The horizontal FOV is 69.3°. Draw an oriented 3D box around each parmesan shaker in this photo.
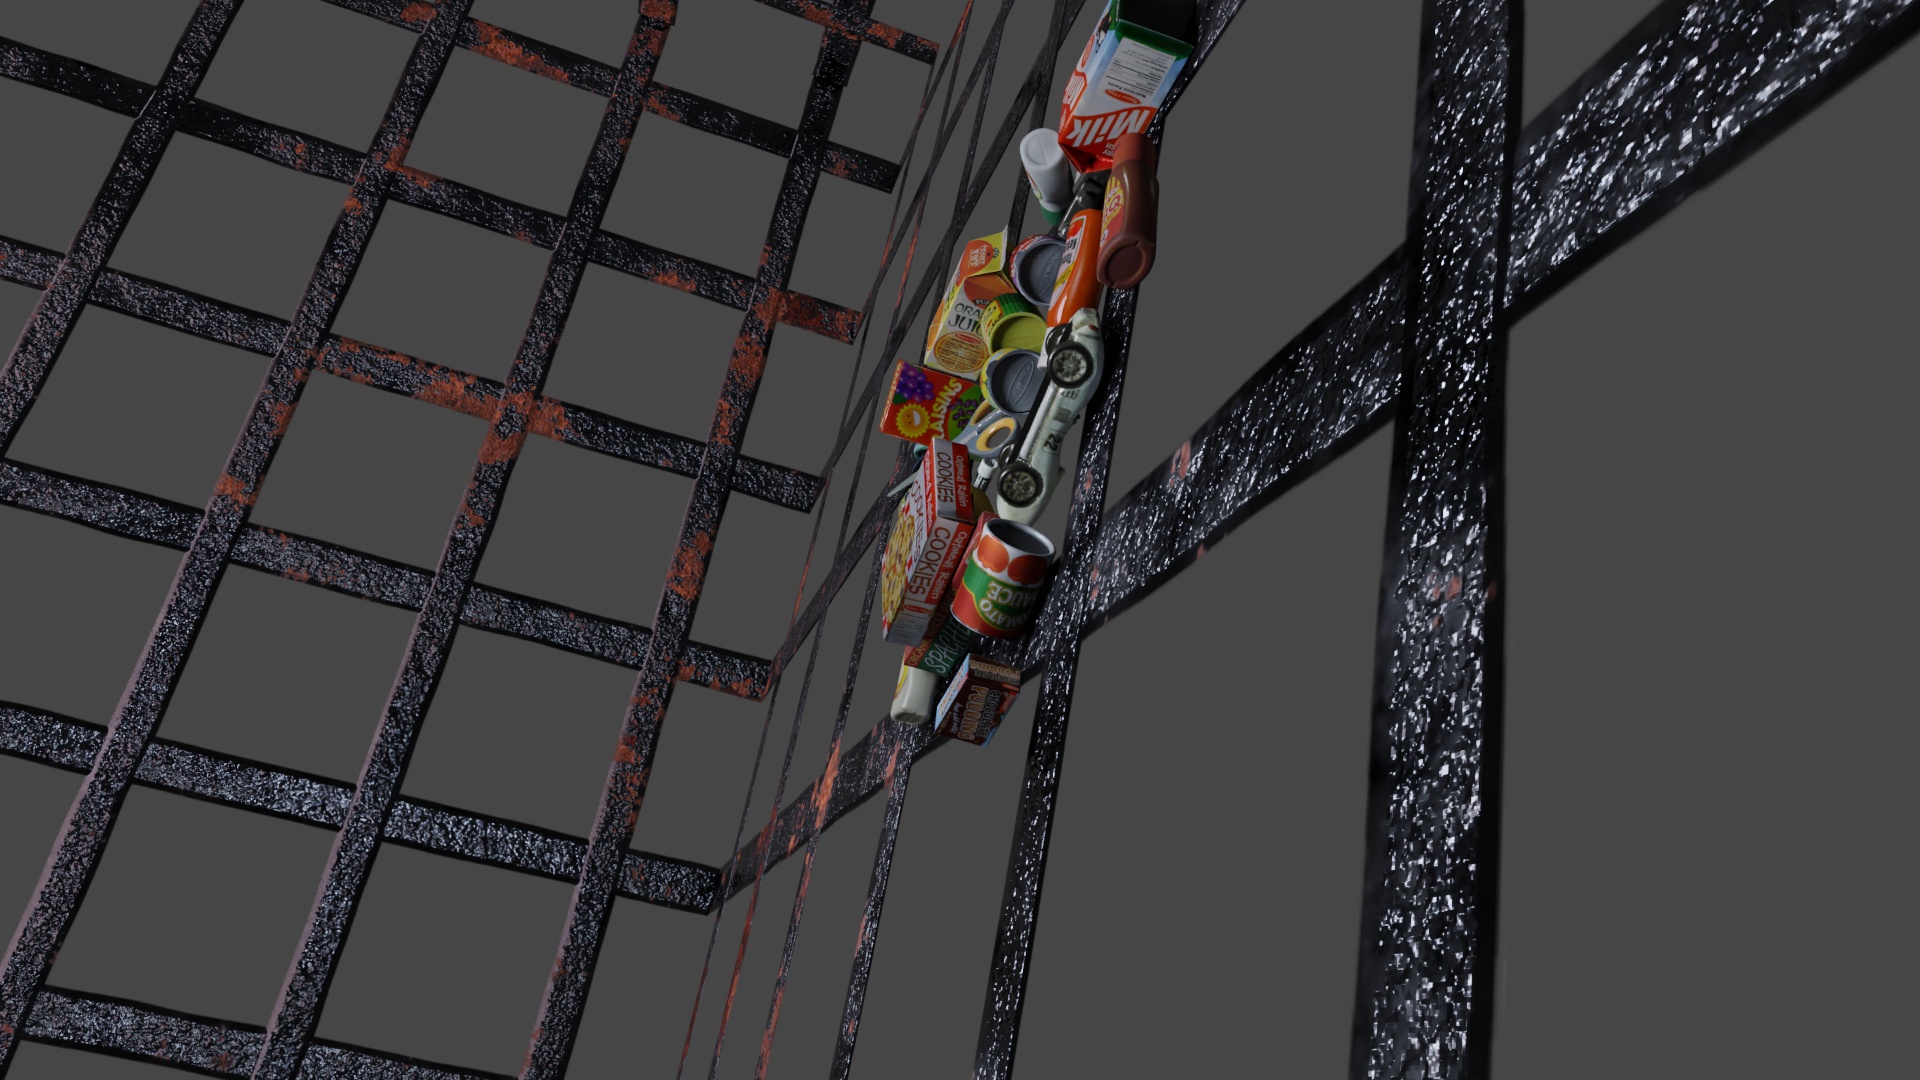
[{"bbox_3d":[0.057,-0.211,1.432,0.103,0.071,0.071,-103,31,-68],"label":"parmesan shaker"}]

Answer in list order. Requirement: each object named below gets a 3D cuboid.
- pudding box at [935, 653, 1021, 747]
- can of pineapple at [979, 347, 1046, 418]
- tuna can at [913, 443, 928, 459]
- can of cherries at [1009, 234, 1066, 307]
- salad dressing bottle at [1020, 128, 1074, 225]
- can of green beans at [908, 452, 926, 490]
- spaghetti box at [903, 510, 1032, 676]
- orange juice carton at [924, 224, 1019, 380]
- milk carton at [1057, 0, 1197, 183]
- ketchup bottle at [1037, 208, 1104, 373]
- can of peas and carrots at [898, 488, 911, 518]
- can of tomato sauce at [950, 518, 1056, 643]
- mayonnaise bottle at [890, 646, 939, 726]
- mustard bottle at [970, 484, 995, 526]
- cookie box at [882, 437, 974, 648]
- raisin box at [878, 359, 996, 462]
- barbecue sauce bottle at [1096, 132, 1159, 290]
[{"bbox_3d":[0.015,0.136,1.177,0.030,0.050,0.083,-83,15,-45],"label":"pudding box"},{"bbox_3d":[0.054,-0.156,1.357,0.058,0.071,0.071,-133,60,-77],"label":"can of pineapple"},{"bbox_3d":[-0.020,-0.112,1.659,0.071,0.071,0.033,135,148,-68],"label":"tuna can"},{"bbox_3d":[0.082,-0.270,1.377,0.058,0.071,0.071,-107,35,-71],"label":"can of cherries"},{"bbox_3d":[0.093,-0.365,1.410,0.147,0.044,0.064,45,-152,-75],"label":"salad dressing bottle"},{"bbox_3d":[-0.022,-0.062,1.561,0.057,0.071,0.071,72,-149,-74],"label":"can of green beans"},{"bbox_3d":[0.003,0.058,1.346,0.248,0.050,0.029,120,163,-50],"label":"spaghetti box"},{"bbox_3d":[0.022,-0.292,1.694,0.191,0.073,0.072,119,163,-47],"label":"orange juice carton"},{"bbox_3d":[0.144,-0.419,1.286,0.189,0.073,0.073,122,160,-55],"label":"milk carton"},{"bbox_3d":[0.106,-0.223,1.267,0.064,0.043,0.149,169,117,-77],"label":"ketchup bottle"},{"bbox_3d":[-0.037,-0.038,1.623,0.058,0.071,0.071,132,153,-66],"label":"can of peas and carrots"},{"bbox_3d":[0.037,0.033,1.177,0.071,0.071,0.082,-100,29,-66],"label":"can of tomato sauce"},{"bbox_3d":[-0.040,0.120,1.482,0.064,0.041,0.148,127,156,-65],"label":"mayonnaise bottle"},{"bbox_3d":[0.005,-0.018,1.415,0.161,0.065,0.048,-114,45,-66],"label":"mustard bottle"},{"bbox_3d":[-0.033,0.002,1.348,0.123,0.040,0.166,-95,23,-50],"label":"cookie box"},{"bbox_3d":[-0.021,-0.146,1.564,0.040,0.123,0.086,-133,59,-77],"label":"raisin box"},{"bbox_3d":[0.144,-0.283,1.173,0.064,0.044,0.149,120,163,-53],"label":"barbecue sauce bottle"}]
